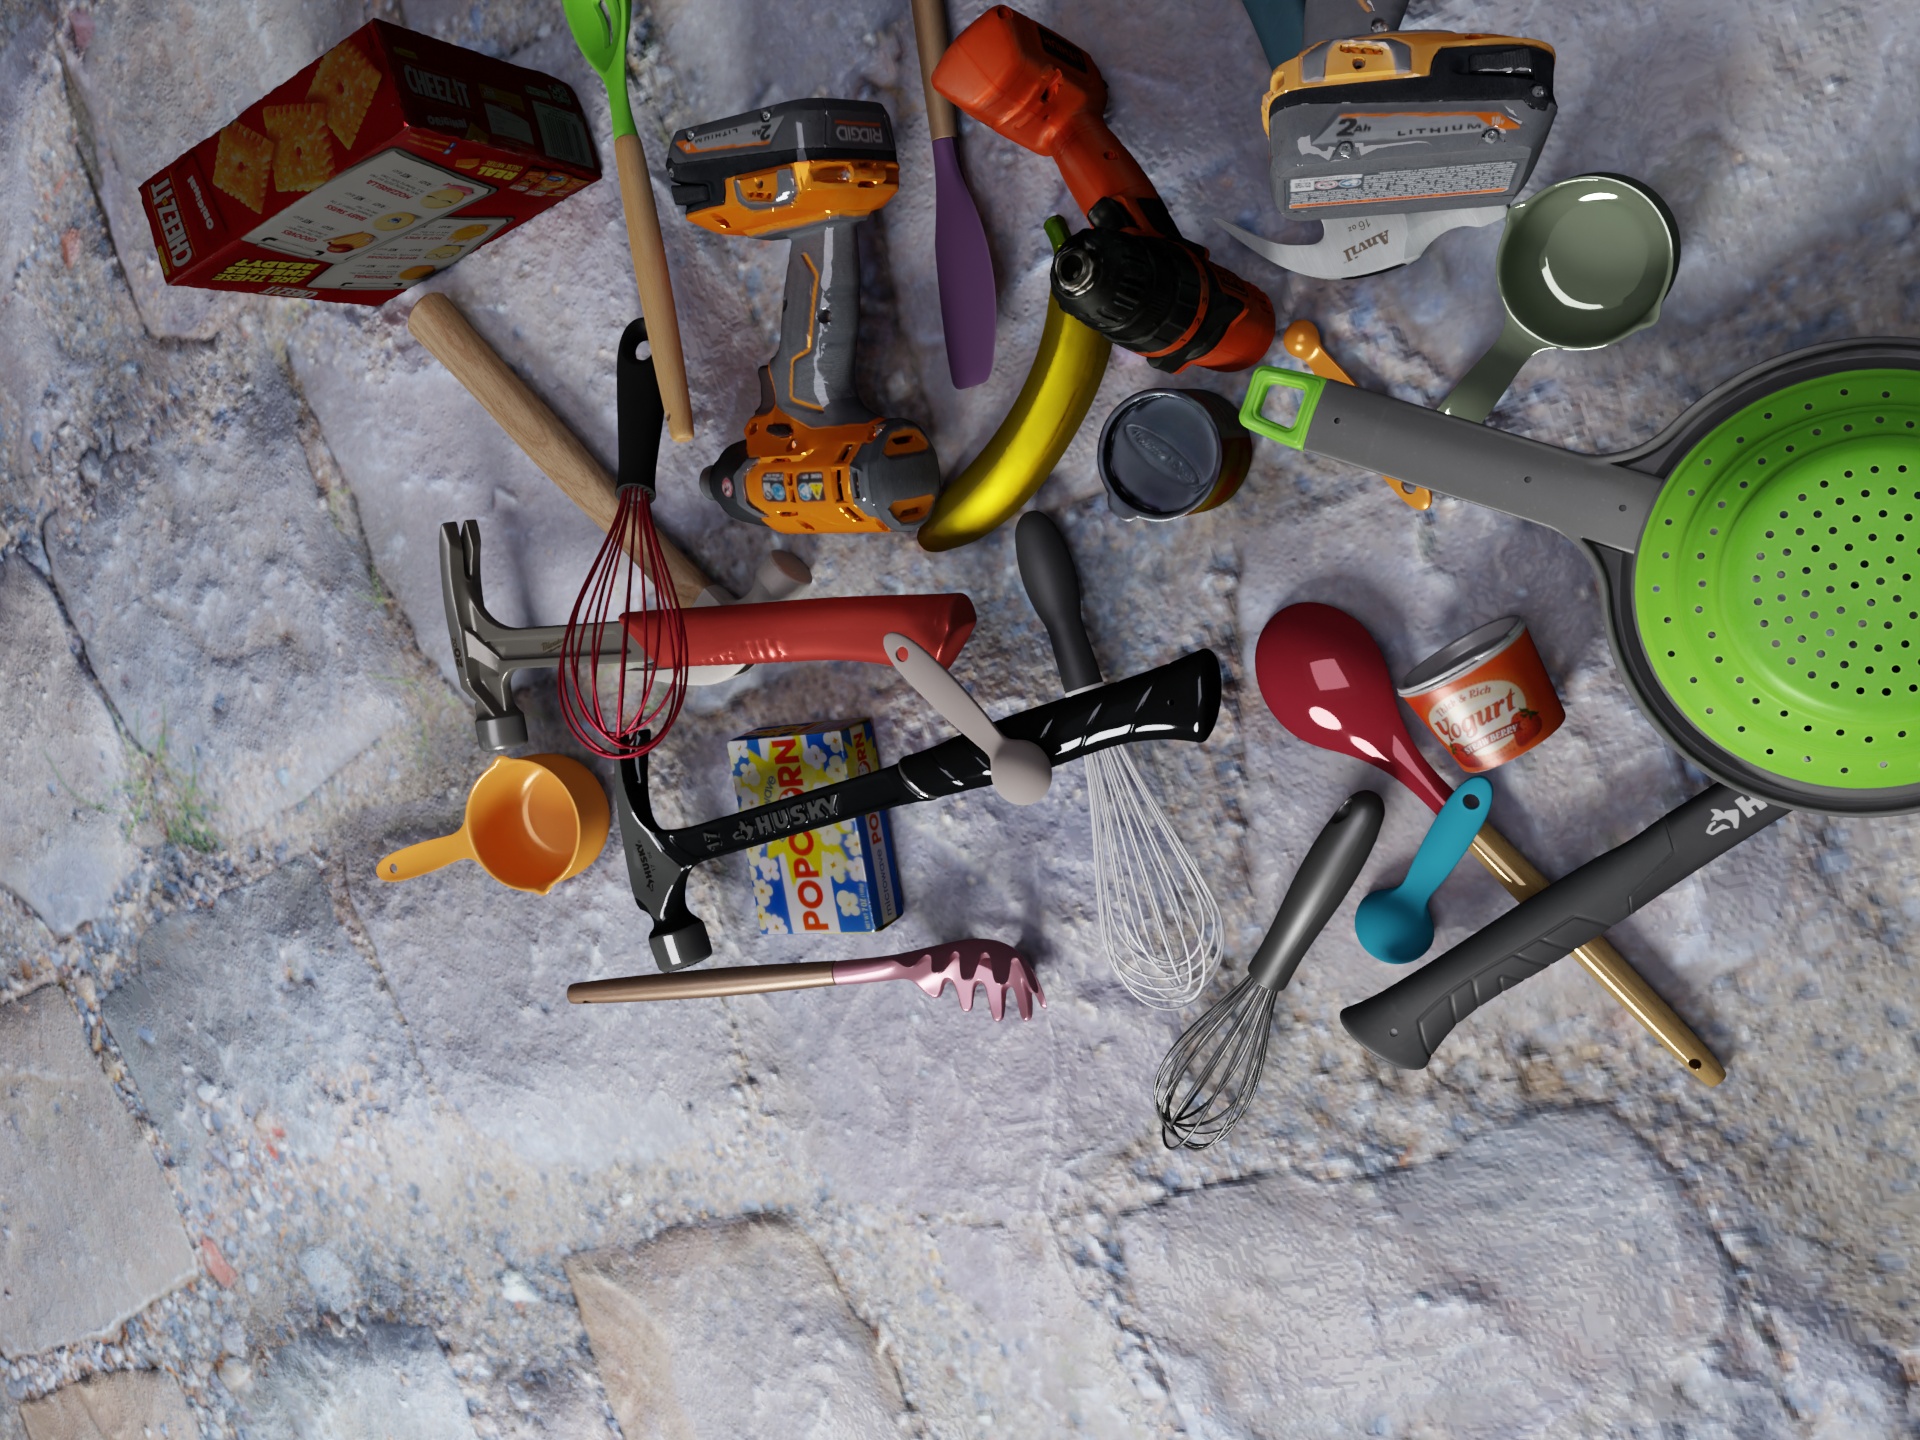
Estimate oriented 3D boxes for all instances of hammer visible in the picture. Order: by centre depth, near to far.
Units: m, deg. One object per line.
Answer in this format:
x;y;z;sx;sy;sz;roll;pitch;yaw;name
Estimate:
0.322;0.062;0.748;0.334;0.035;0.146;-39;82;21;hammer
0.145;-0.370;0.771;0.128;0.033;0.331;-21;90;27;hammer
-0.040;0.032;0.893;0.409;0.036;0.149;-18;90;31;hammer
-0.160;-0.059;0.948;0.359;0.036;0.149;-2;101;26;hammer
-0.240;-0.151;1.009;0.331;0.031;0.130;45;116;12;hammer

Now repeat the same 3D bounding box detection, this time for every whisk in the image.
0.164;0.137;0.850;0.055;0.055;0.239;32;114;18;whisk
0.079;0.020;0.871;0.070;0.070;0.284;-19;87;28;whisk
-0.188;-0.113;0.911;0.073;0.073;0.296;-18;60;28;whisk

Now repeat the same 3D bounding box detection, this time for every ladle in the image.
0.264;0.063;0.802;0.315;0.031;0.069;47;122;9;ladle

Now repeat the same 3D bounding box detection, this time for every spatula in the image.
-0.011;-0.340;0.858;0.060;0.018;0.316;2;101;61;spatula

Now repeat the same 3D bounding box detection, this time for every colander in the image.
0.297;-0.086;0.673;0.397;0.094;0.204;22;103;21;colander

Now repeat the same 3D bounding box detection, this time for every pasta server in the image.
-0.101;0.163;0.969;0.316;0.060;0.040;-7;55;18;pasta server

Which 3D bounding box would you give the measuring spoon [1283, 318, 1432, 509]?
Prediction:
0.198;-0.152;0.796;0.117;0.011;0.021;56;140;8;measuring spoon

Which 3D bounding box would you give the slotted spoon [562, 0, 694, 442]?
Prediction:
-0.188;-0.310;0.919;0.070;0.031;0.314;-23;76;55;slotted spoon

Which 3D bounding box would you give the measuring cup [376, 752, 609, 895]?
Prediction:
-0.314;0.077;1.072;0.173;0.052;0.095;-18;91;23;measuring cup

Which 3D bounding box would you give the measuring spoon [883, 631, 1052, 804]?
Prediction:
-0.001;-0.003;0.835;0.124;0.018;0.034;45;116;17;measuring spoon

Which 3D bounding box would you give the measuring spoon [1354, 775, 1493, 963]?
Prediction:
0.233;0.079;0.801;0.042;0.021;0.128;34;131;19;measuring spoon

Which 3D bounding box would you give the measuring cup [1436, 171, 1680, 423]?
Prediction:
0.268;-0.181;0.751;0.083;0.038;0.167;42;132;10;measuring cup

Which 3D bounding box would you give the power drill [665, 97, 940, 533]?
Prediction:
-0.098;-0.217;0.894;0.164;0.084;0.226;4;106;39;power drill

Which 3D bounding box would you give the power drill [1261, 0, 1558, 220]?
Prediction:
0.216;-0.345;0.693;0.185;0.084;0.226;-1;87;12;power drill
